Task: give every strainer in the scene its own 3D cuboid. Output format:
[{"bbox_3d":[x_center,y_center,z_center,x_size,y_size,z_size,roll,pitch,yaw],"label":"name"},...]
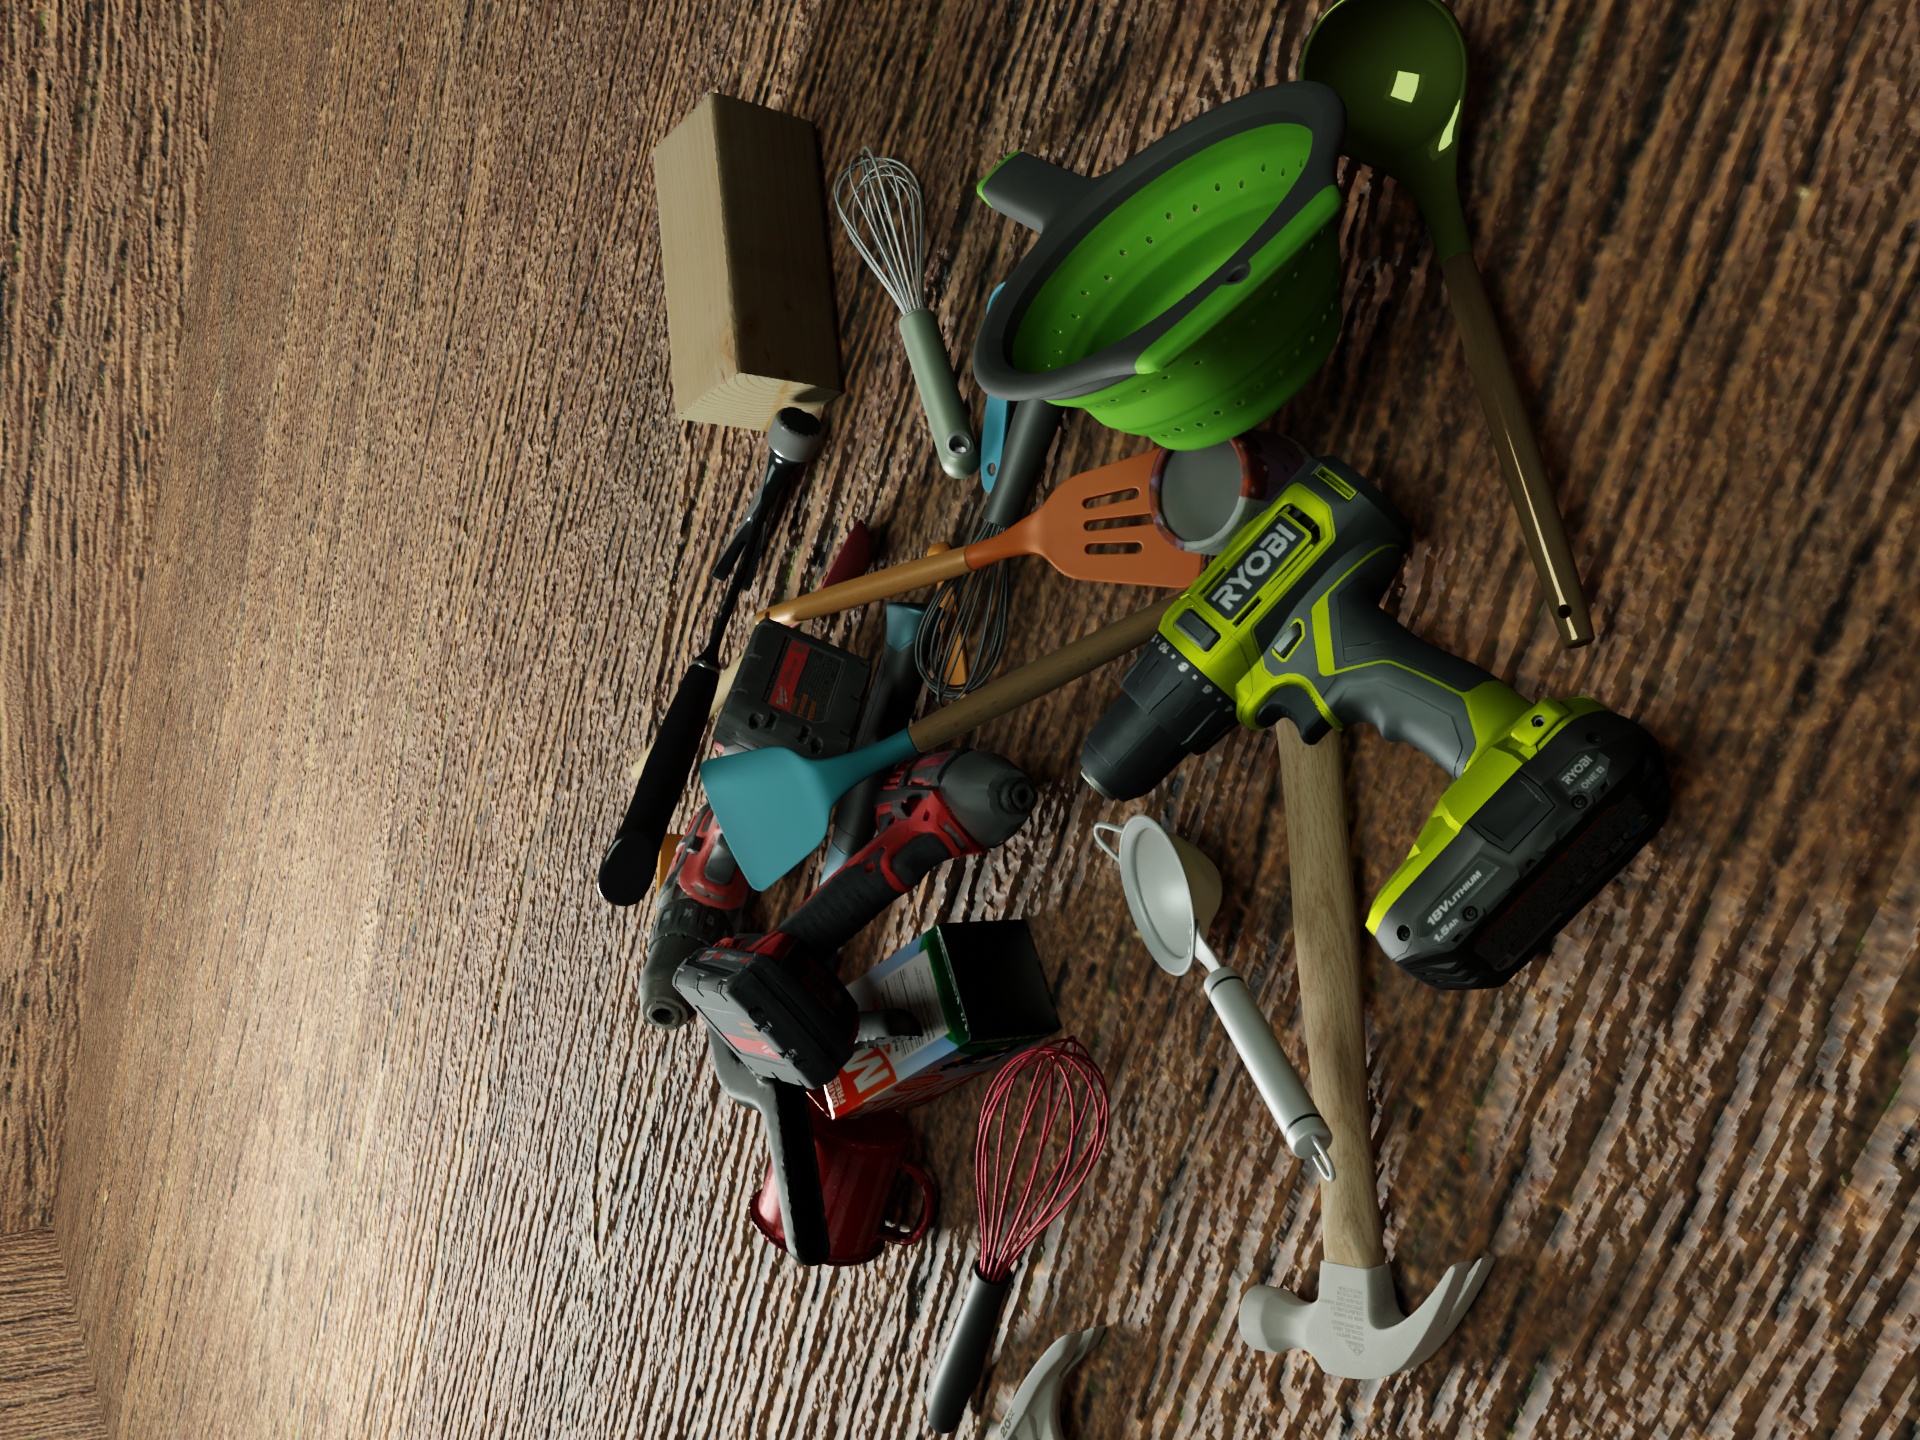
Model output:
[{"bbox_3d":[0.128,0.126,0.779,0.259,0.050,0.086,-114,18,-54],"label":"strainer"}]

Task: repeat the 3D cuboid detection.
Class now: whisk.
[{"bbox_3d":[0.026,-0.119,0.953,0.055,0.055,0.239,33,108,46],"label":"whisk"},{"bbox_3d":[0.024,0.307,0.928,0.073,0.073,0.295,39,123,44],"label":"whisk"},{"bbox_3d":[-0.031,-0.266,1.029,0.059,0.058,0.246,103,152,-71],"label":"whisk"}]

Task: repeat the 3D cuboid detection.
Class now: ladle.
[{"bbox_3d":[-0.156,-0.039,1.146,0.315,0.031,0.069,-39,16,37],"label":"ladle"},{"bbox_3d":[0.221,-0.183,0.701,0.078,0.062,0.320,-26,68,40],"label":"ladle"}]

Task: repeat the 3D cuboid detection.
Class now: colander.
[{"bbox_3d":[0.092,-0.231,0.826,0.204,0.094,0.397,-41,29,6],"label":"colander"}]

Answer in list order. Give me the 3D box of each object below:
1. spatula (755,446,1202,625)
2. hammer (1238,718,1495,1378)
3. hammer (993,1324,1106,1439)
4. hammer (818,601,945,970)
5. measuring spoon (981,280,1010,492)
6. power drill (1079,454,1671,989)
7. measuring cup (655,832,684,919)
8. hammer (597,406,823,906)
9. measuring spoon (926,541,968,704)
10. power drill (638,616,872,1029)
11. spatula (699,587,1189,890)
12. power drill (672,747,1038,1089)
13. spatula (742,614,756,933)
[{"bbox_3d":[-0.004,-0.088,0.933,0.322,0.041,0.081,-12,76,41],"label":"spatula"},{"bbox_3d":[0.181,0.143,0.764,0.130,0.031,0.331,-11,80,50],"label":"hammer"},{"bbox_3d":[0.133,0.491,0.806,0.359,0.036,0.149,45,122,42],"label":"hammer"},{"bbox_3d":[-0.072,0.071,1.060,0.128,0.033,0.331,38,119,44],"label":"hammer"},{"bbox_3d":[0.031,-0.203,0.974,0.042,0.021,0.128,29,120,46],"label":"measuring spoon"},{"bbox_3d":[0.171,0.010,0.710,0.190,0.080,0.229,-48,52,8],"label":"power drill"},{"bbox_3d":[-0.206,0.162,1.211,0.095,0.052,0.173,-102,17,-52],"label":"measuring cup"},{"bbox_3d":[-0.163,-0.040,1.020,0.409,0.036,0.149,-80,16,-49],"label":"hammer"},{"bbox_3d":[-0.009,-0.058,1.014,0.021,0.011,0.117,-19,74,48],"label":"measuring spoon"},{"bbox_3d":[-0.141,0.070,1.006,0.188,0.080,0.226,-79,14,-54],"label":"power drill"},{"bbox_3d":[-0.001,-0.003,0.878,0.317,0.044,0.082,-26,87,9],"label":"spatula"},{"bbox_3d":[-0.049,0.100,0.909,0.078,0.220,0.143,51,154,-15],"label":"power drill"},{"bbox_3d":[-0.161,0.079,1.179,0.060,0.018,0.316,-176,90,-80],"label":"spatula"}]
